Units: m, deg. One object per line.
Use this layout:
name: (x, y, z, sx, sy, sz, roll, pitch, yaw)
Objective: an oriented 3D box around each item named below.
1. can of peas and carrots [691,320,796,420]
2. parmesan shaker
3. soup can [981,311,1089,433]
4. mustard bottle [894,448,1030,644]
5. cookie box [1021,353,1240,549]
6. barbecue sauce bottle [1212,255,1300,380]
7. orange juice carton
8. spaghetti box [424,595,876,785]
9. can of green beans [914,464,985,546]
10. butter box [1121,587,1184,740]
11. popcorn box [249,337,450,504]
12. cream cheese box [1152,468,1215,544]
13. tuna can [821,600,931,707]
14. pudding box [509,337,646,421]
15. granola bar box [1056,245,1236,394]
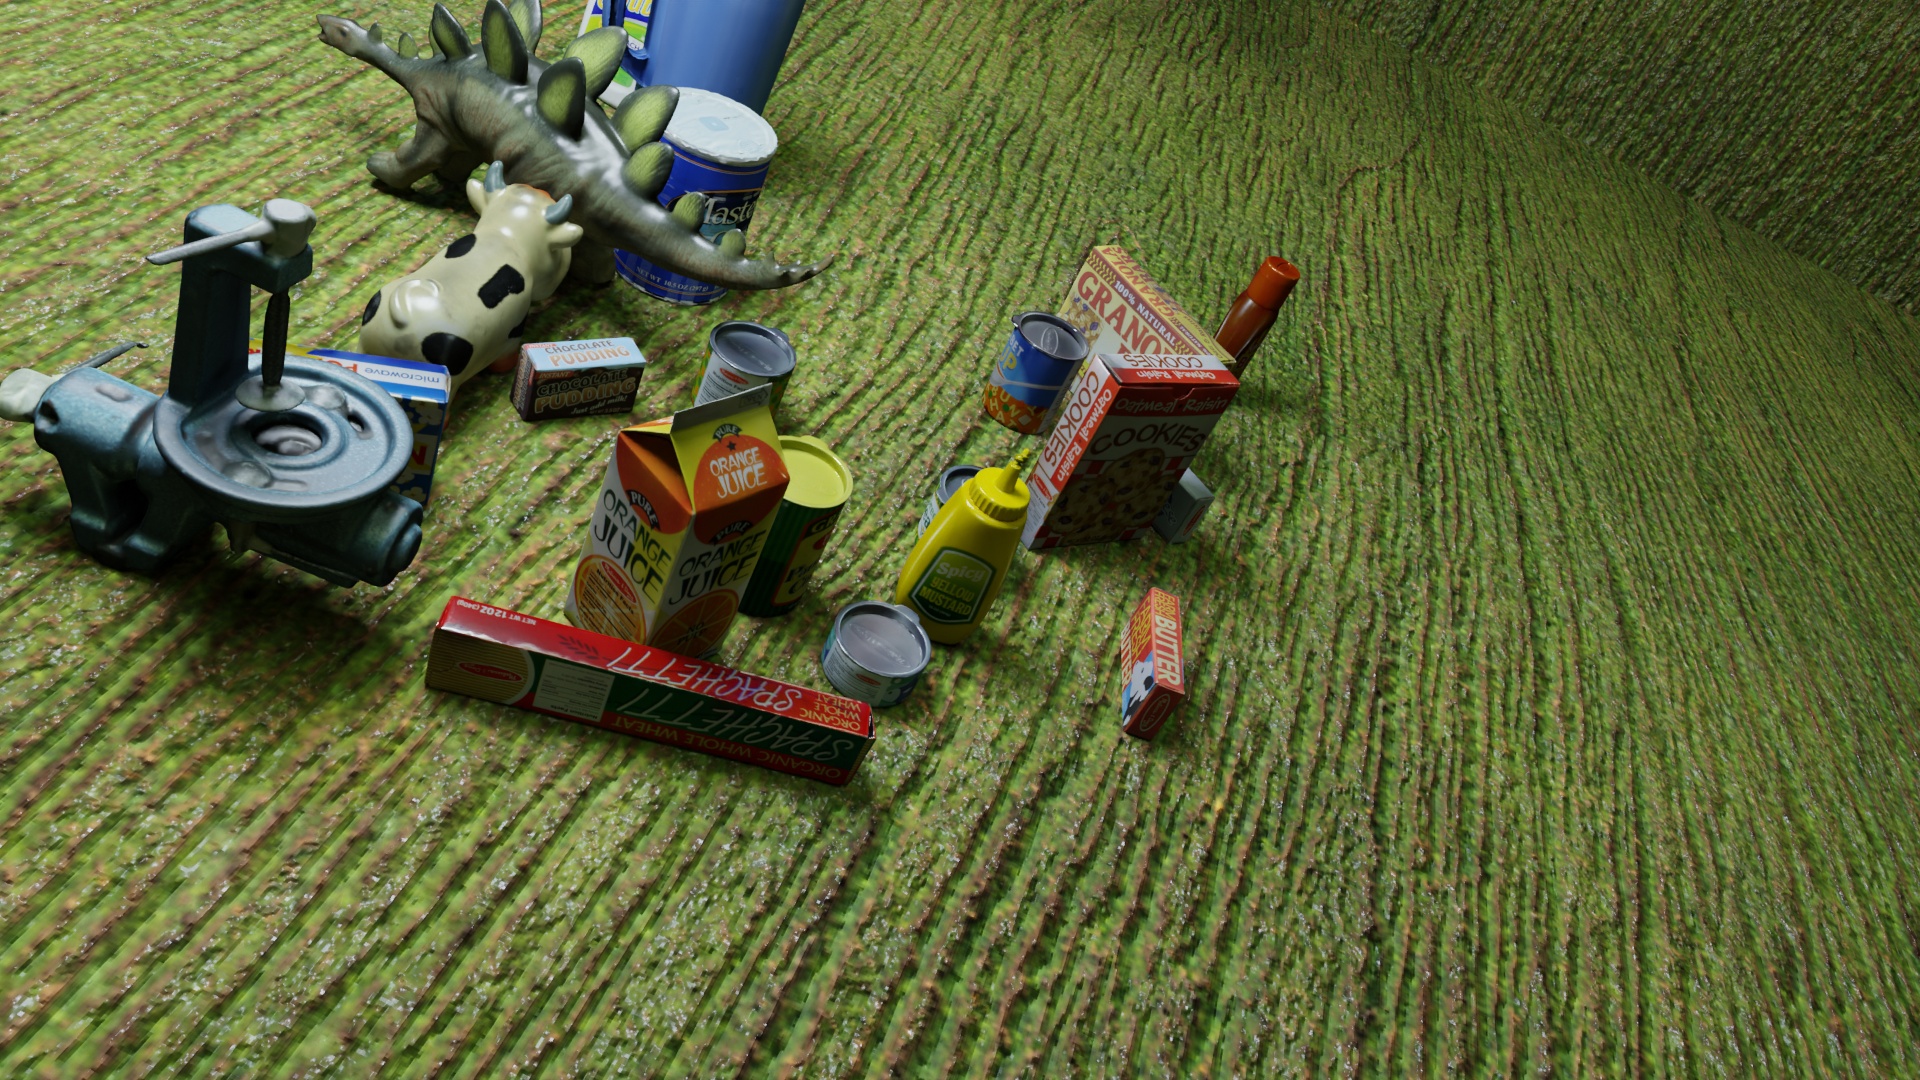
can of peas and carrots: (-0.162, -0.123, 1.043, 0.071, 0.058, 0.071, 17, 38, -14)
parmesan shaker: (-0.117, -0.009, 0.901, 0.071, 0.102, 0.072, 17, 38, -14)
soup can: (0.060, -0.144, 1.184, 0.071, 0.083, 0.072, 17, 38, -14)
mustard bottle: (0.008, 0.000, 0.920, 0.065, 0.159, 0.049, 22, 37, -8)
cookie box: (0.124, -0.067, 1.065, 0.123, 0.166, 0.040, -5, 48, -36)
barbecue sauce bottle: (0.271, -0.202, 1.330, 0.044, 0.147, 0.065, 39, 38, 14)
orange juice carton: (-0.161, -0.010, 0.800, 0.073, 0.191, 0.072, 44, 40, 20)
spaghetti box: (-0.173, 0.089, 0.795, 0.250, 0.050, 0.029, 16, 38, -15)
can of green beans: (0.006, -0.013, 1.018, 0.071, 0.057, 0.071, 17, 38, -14)
butter box: (0.136, 0.086, 0.987, 0.024, 0.052, 0.104, 20, 38, -10)
popcorn box: (-0.376, -0.070, 0.826, 0.127, 0.084, 0.038, 6, 42, -26)
cream cheese box: (0.163, -0.051, 1.164, 0.024, 0.053, 0.104, -10, 51, -39)
tuna can: (-0.054, 0.072, 0.902, 0.071, 0.032, 0.071, 17, 38, -14)
pudding box: (-0.268, -0.114, 0.974, 0.084, 0.049, 0.030, -11, 51, -40)
granola bar box: (0.151, -0.162, 1.228, 0.039, 0.123, 0.166, -12, 52, -40)
